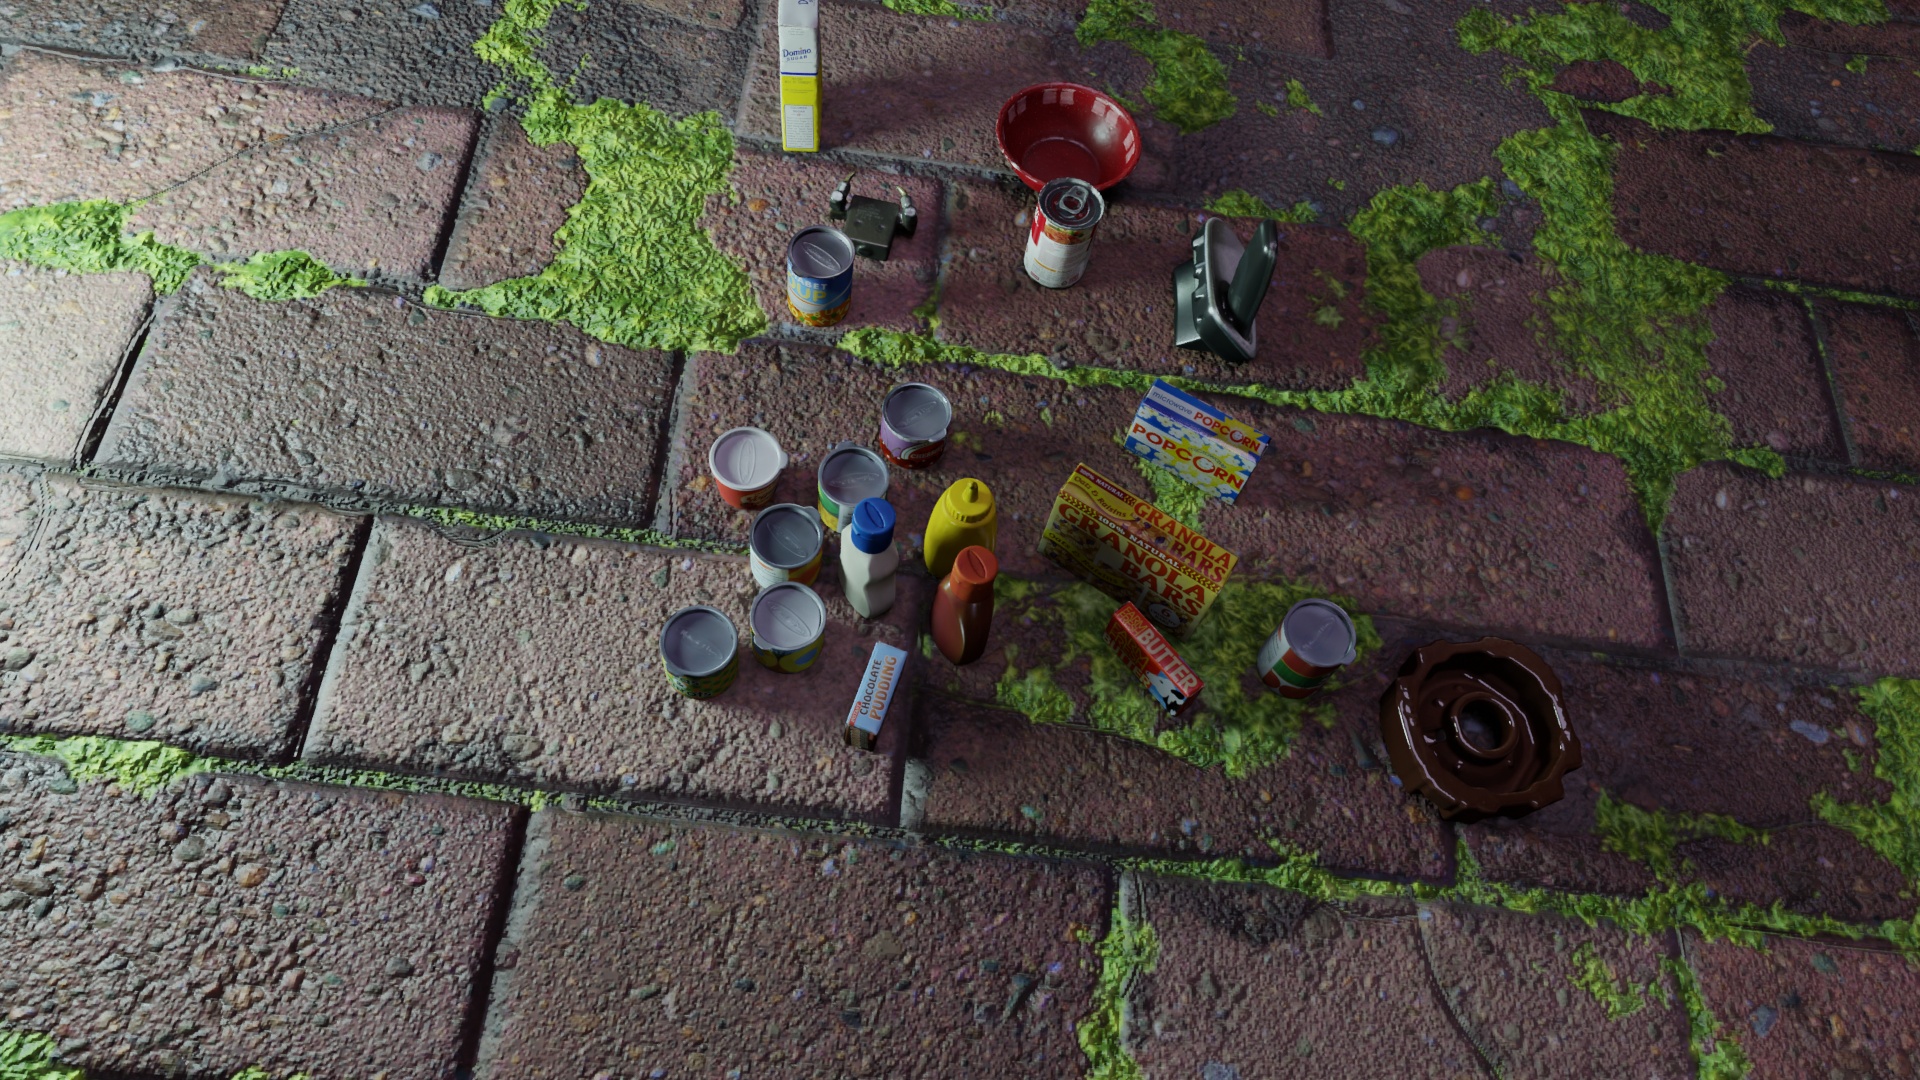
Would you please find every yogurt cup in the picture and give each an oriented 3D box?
[{"bbox_3d":[-0.200,-0.065,1.300,0.072,0.053,0.073,3,62,-6],"label":"yogurt cup"}]

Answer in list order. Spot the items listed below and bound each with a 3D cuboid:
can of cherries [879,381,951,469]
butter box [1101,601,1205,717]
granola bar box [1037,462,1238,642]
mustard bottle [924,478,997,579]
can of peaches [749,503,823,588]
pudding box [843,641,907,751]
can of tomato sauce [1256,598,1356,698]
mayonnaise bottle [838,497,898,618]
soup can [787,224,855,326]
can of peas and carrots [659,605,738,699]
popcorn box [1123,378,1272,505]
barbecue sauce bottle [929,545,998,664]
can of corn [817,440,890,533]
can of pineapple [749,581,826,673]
[{"bbox_3d":[-0.043,-0.108,1.342,0.071,0.058,0.072,3,62,-6],"label":"can of cherries"},{"bbox_3d":[0.173,0.108,1.260,0.024,0.053,0.103,-34,71,-22],"label":"butter box"},{"bbox_3d":[0.159,0.012,1.268,0.166,0.123,0.039,32,63,9],"label":"granola bar box"},{"bbox_3d":[0.004,-0.016,1.241,0.065,0.159,0.049,4,62,-6],"label":"mustard bottle"},{"bbox_3d":[-0.157,0.007,1.265,0.071,0.057,0.071,3,62,-6],"label":"can of peaches"},{"bbox_3d":[-0.074,0.136,1.213,0.030,0.049,0.084,19,61,2],"label":"pudding box"},{"bbox_3d":[0.316,0.101,1.266,0.071,0.082,0.071,3,62,-6],"label":"can of tomato sauce"},{"bbox_3d":[-0.080,0.013,1.222,0.041,0.147,0.065,-26,69,-19],"label":"mayonnaise bottle"},{"bbox_3d":[-0.143,-0.263,1.396,0.071,0.083,0.071,3,62,-6],"label":"soup can"},{"bbox_3d":[-0.227,0.100,1.206,0.071,0.058,0.071,3,62,-6],"label":"can of peas and carrots"},{"bbox_3d":[0.229,-0.096,1.358,0.127,0.084,0.038,29,63,8],"label":"popcorn box"},{"bbox_3d":[0.004,0.054,1.211,0.044,0.147,0.065,-21,67,-18],"label":"barbecue sauce bottle"},{"bbox_3d":[-0.102,-0.049,1.302,0.071,0.058,0.071,3,62,-6],"label":"can of corn"},{"bbox_3d":[-0.154,0.078,1.228,0.071,0.057,0.071,3,62,-6],"label":"can of pineapple"}]
